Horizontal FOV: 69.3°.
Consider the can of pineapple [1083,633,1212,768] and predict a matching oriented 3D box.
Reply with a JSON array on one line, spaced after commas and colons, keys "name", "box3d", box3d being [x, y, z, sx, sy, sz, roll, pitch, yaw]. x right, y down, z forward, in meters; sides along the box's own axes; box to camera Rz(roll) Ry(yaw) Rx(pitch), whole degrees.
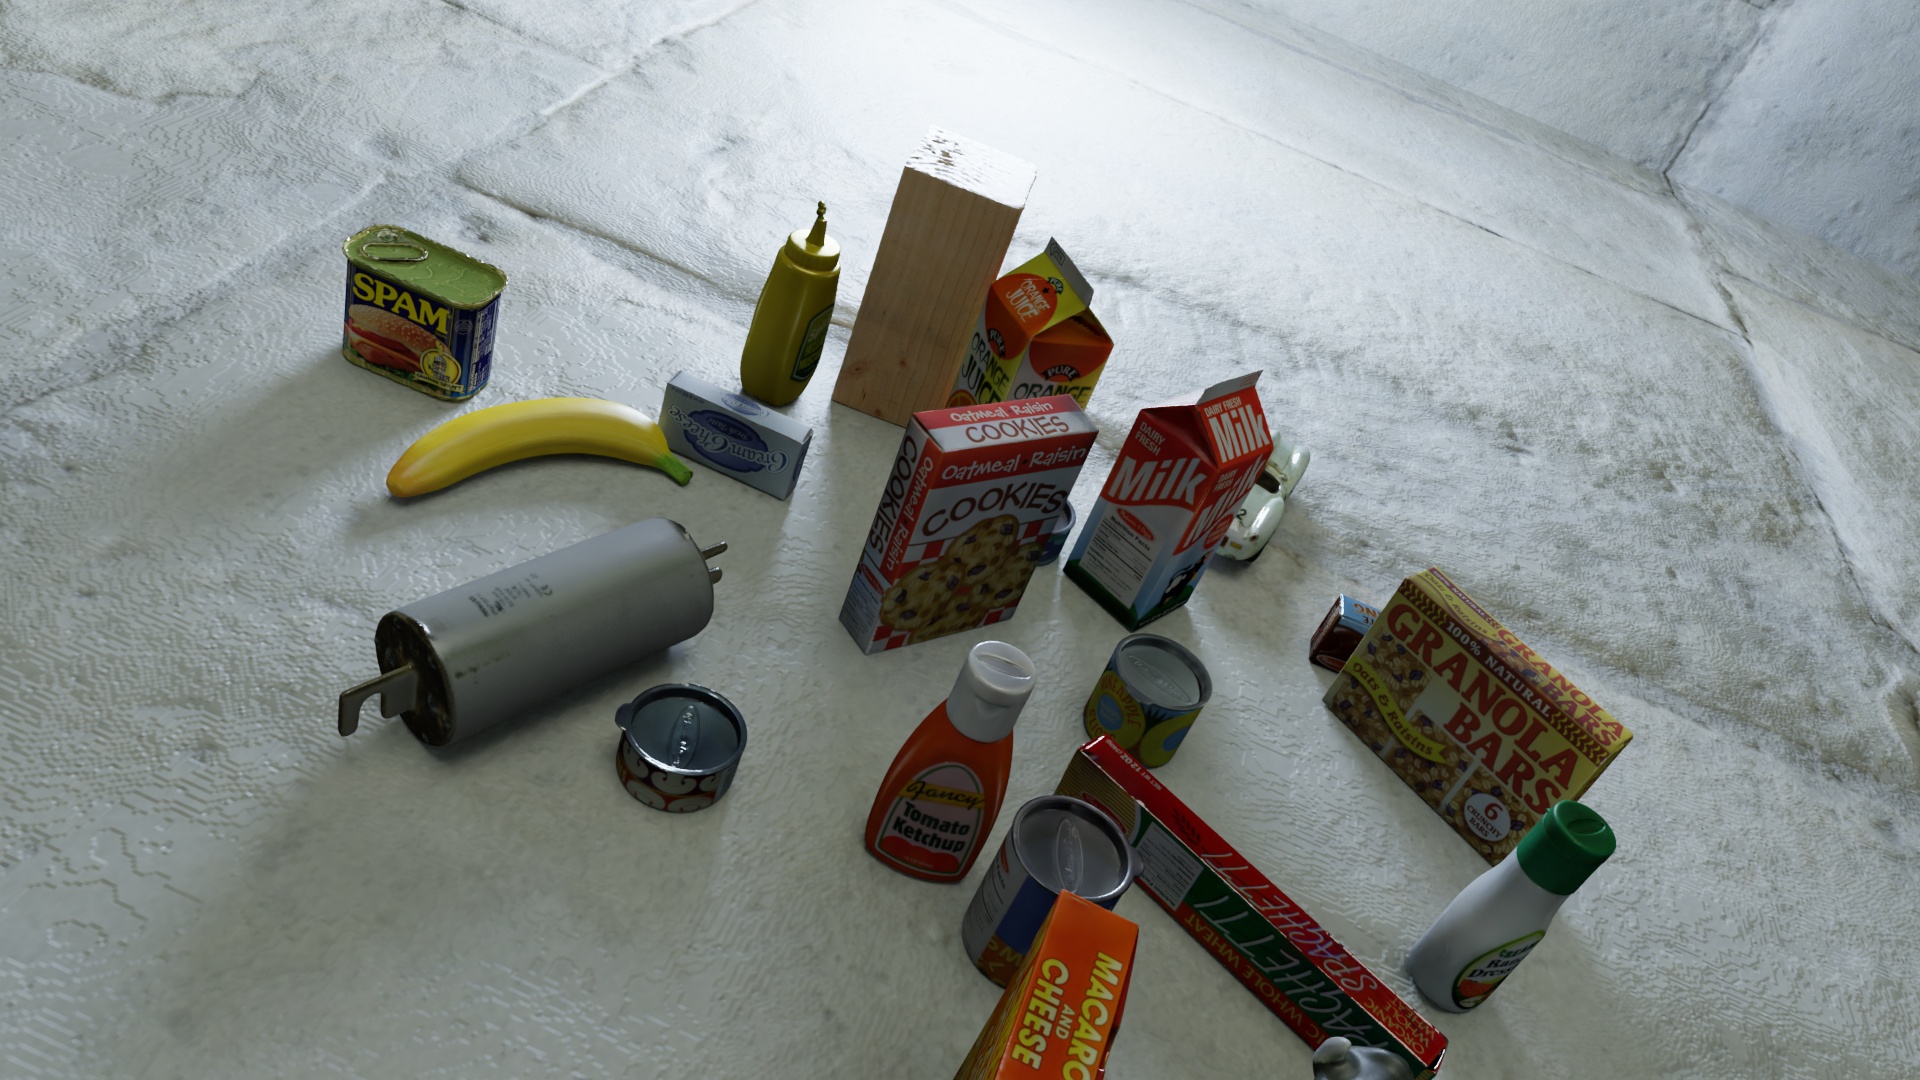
[{"name": "can of pineapple", "box3d": [0.117, 0.102, 0.882, 0.071, 0.057, 0.071, 14, 37, -11]}]

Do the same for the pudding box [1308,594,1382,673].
[{"name": "pudding box", "box3d": [0.304, 0.079, 1.016, 0.084, 0.049, 0.030, 22, 36, -1]}]

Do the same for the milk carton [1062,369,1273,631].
[{"name": "milk carton", "box3d": [0.150, -0.036, 0.962, 0.072, 0.189, 0.073, -22, 54, -44]}]

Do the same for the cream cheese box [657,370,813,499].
[{"name": "cream cheese box", "box3d": [-0.158, -0.073, 0.966, 0.104, 0.053, 0.024, 24, 36, 2]}]

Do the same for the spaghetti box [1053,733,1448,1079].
[{"name": "spaghetti box", "box3d": [0.155, 0.209, 0.774, 0.250, 0.050, 0.029, 41, 40, 24]}]

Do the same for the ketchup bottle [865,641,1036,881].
[{"name": "ketchup bottle", "box3d": [-0.002, 0.116, 0.728, 0.065, 0.148, 0.044, 20, 36, -3]}]

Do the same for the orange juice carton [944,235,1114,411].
[{"name": "orange juice carton", "box3d": [0.049, -0.122, 1.017, 0.073, 0.191, 0.072, -1, 42, -28]}]

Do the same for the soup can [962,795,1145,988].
[{"name": "soup can", "box3d": [0.047, 0.185, 0.720, 0.071, 0.083, 0.072, 14, 37, -11]}]

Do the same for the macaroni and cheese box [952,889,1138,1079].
[{"name": "macaroni and cheese box", "box3d": [0.015, 0.241, 0.563, 0.040, 0.165, 0.124, 25, 36, 4]}]

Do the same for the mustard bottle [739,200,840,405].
[{"name": "mustard bottle", "box3d": [-0.120, -0.177, 1.027, 0.049, 0.159, 0.066, 29, 37, 9]}]

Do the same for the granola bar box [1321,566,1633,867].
[{"name": "granola bar box", "box3d": [0.337, 0.117, 0.922, 0.039, 0.123, 0.166, -14, 50, -39]}]

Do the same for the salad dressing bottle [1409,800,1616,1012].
[{"name": "salad dressing bottle", "box3d": [0.307, 0.205, 0.775, 0.064, 0.146, 0.044, 0, 42, -28]}]

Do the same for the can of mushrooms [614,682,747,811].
[{"name": "can of mushrooms", "box3d": [-0.154, 0.111, 0.752, 0.071, 0.033, 0.071, 14, 37, -11]}]

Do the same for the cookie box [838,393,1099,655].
[{"name": "cookie box", "box3d": [0.003, -0.011, 0.875, 0.123, 0.166, 0.040, -11, 48, -37]}]

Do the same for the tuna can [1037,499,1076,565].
[{"name": "tuna can", "box3d": [0.046, -0.014, 1.014, 0.071, 0.032, 0.071, 14, 37, -11]}]
